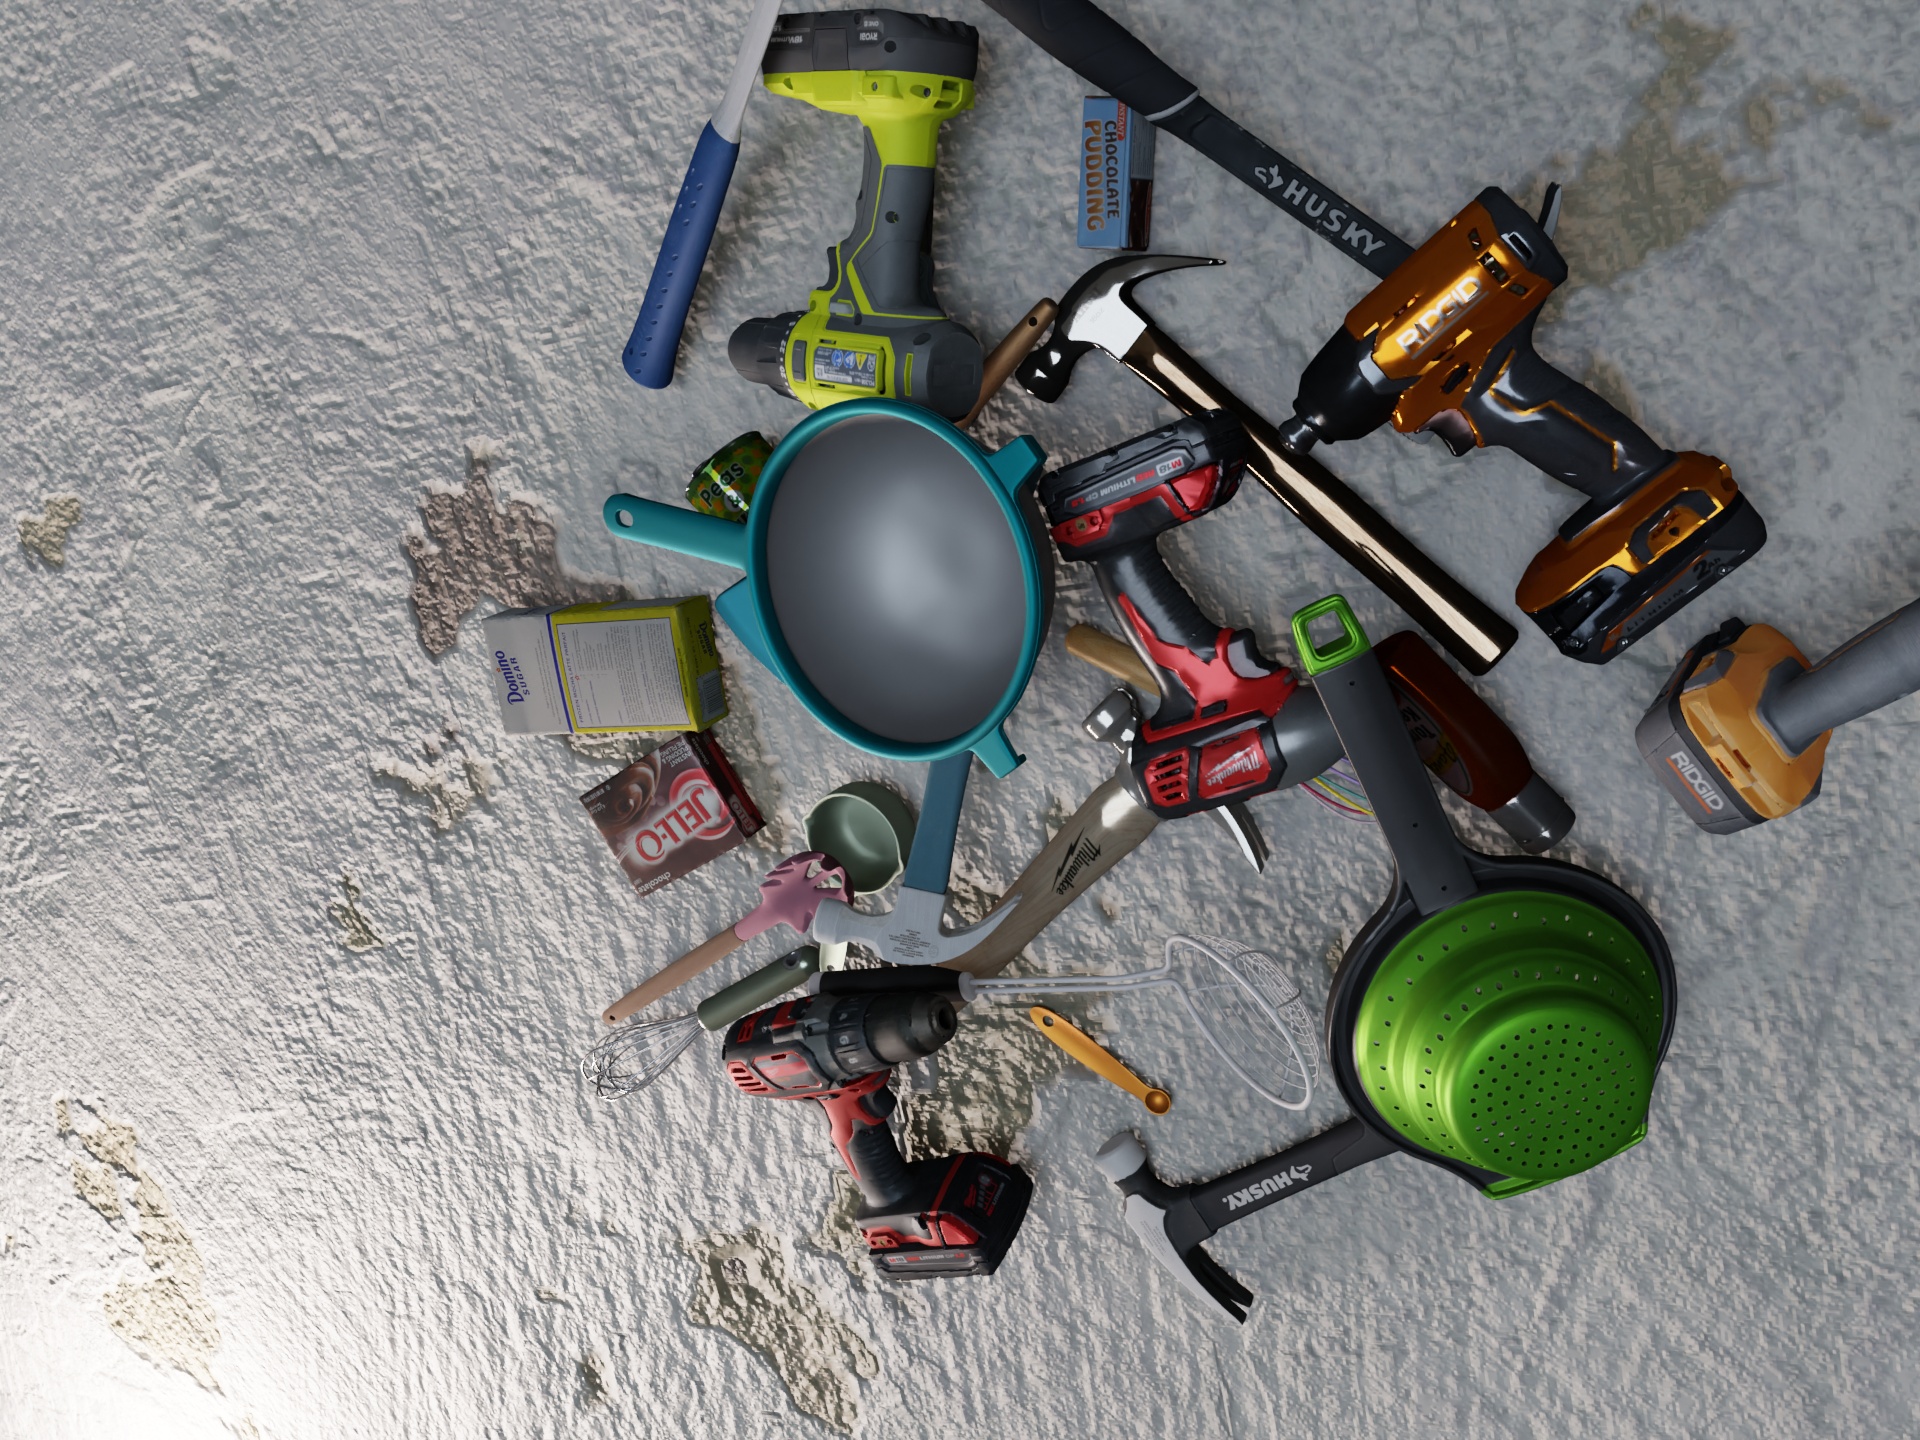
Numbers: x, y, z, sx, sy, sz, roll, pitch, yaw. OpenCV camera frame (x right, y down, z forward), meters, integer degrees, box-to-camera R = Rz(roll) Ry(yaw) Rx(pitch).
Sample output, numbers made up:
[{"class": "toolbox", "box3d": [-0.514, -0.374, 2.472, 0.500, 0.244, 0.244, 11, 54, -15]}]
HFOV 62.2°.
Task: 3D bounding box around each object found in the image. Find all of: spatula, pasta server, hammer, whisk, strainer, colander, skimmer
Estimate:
[{"class": "spatula", "box3d": [-0.043, -0.149, 1.016, 0.082, 0.044, 0.317, 48, 124, 4]}, {"class": "pasta server", "box3d": [-0.179, 0.169, 1.164, 0.316, 0.040, 0.060, -34, 100, 37]}, {"class": "hammer", "box3d": [0.256, 0.280, 1.033, 0.334, 0.035, 0.146, -34, 90, 28]}, {"class": "hammer", "box3d": [0.191, -0.149, 0.931, 0.331, 0.031, 0.130, 42, 118, 6]}, {"class": "hammer", "box3d": [-0.136, -0.361, 0.935, 0.144, 0.035, 0.405, 60, 141, 23]}, {"class": "hammer", "box3d": [-0.002, -0.003, 1.016, 0.128, 0.033, 0.331, 12, 97, 6]}, {"class": "hammer", "box3d": [0.028, 0.161, 1.095, 0.146, 0.038, 0.410, 45, 118, 4]}, {"class": "whisk", "box3d": [-0.197, 0.230, 1.213, 0.246, 0.058, 0.059, -31, 126, 25]}, {"class": "strainer", "box3d": [-0.071, -0.104, 0.973, 0.340, 0.095, 0.211, 17, 115, 33]}, {"class": "hammer", "box3d": [0.134, -0.323, 0.854, 0.409, 0.036, 0.149, 34, 114, -4]}, {"class": "whisk", "box3d": [0.171, -0.001, 0.974, 0.245, 0.047, 0.051, 27, 158, 19]}, {"class": "colander", "box3d": [0.277, 0.116, 0.865, 0.204, 0.094, 0.397, -26, 106, 8]}, {"class": "skimmer", "box3d": [0.052, 0.192, 1.024, 0.363, 0.090, 0.127, -5, 127, 25]}]

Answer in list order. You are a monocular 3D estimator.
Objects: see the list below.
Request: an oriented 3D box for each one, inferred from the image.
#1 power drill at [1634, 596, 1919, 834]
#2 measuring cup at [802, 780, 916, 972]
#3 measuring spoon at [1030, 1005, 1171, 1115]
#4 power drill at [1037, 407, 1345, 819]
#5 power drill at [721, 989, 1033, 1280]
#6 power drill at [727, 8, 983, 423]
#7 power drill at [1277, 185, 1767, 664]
[{"class": "power drill", "box3d": [0.468, -0.046, 0.785, 0.084, 0.185, 0.226, 52, 137, 1]}, {"class": "measuring cup", "box3d": [-0.074, 0.116, 1.129, 0.083, 0.038, 0.167, 24, 123, 19]}, {"class": "measuring spoon", "box3d": [0.097, 0.233, 1.103, 0.117, 0.011, 0.021, 34, 116, 15]}, {"class": "power drill", "box3d": [0.142, -0.060, 0.913, 0.143, 0.078, 0.219, -18, 96, 27]}, {"class": "power drill", "box3d": [-0.039, 0.276, 1.092, 0.188, 0.080, 0.226, -19, 114, 36]}, {"class": "power drill", "box3d": [-0.069, -0.299, 0.960, 0.191, 0.080, 0.228, 18, 112, 39]}, {"class": "power drill", "box3d": [0.288, -0.140, 0.838, 0.164, 0.084, 0.226, -41, 98, 21]}]
